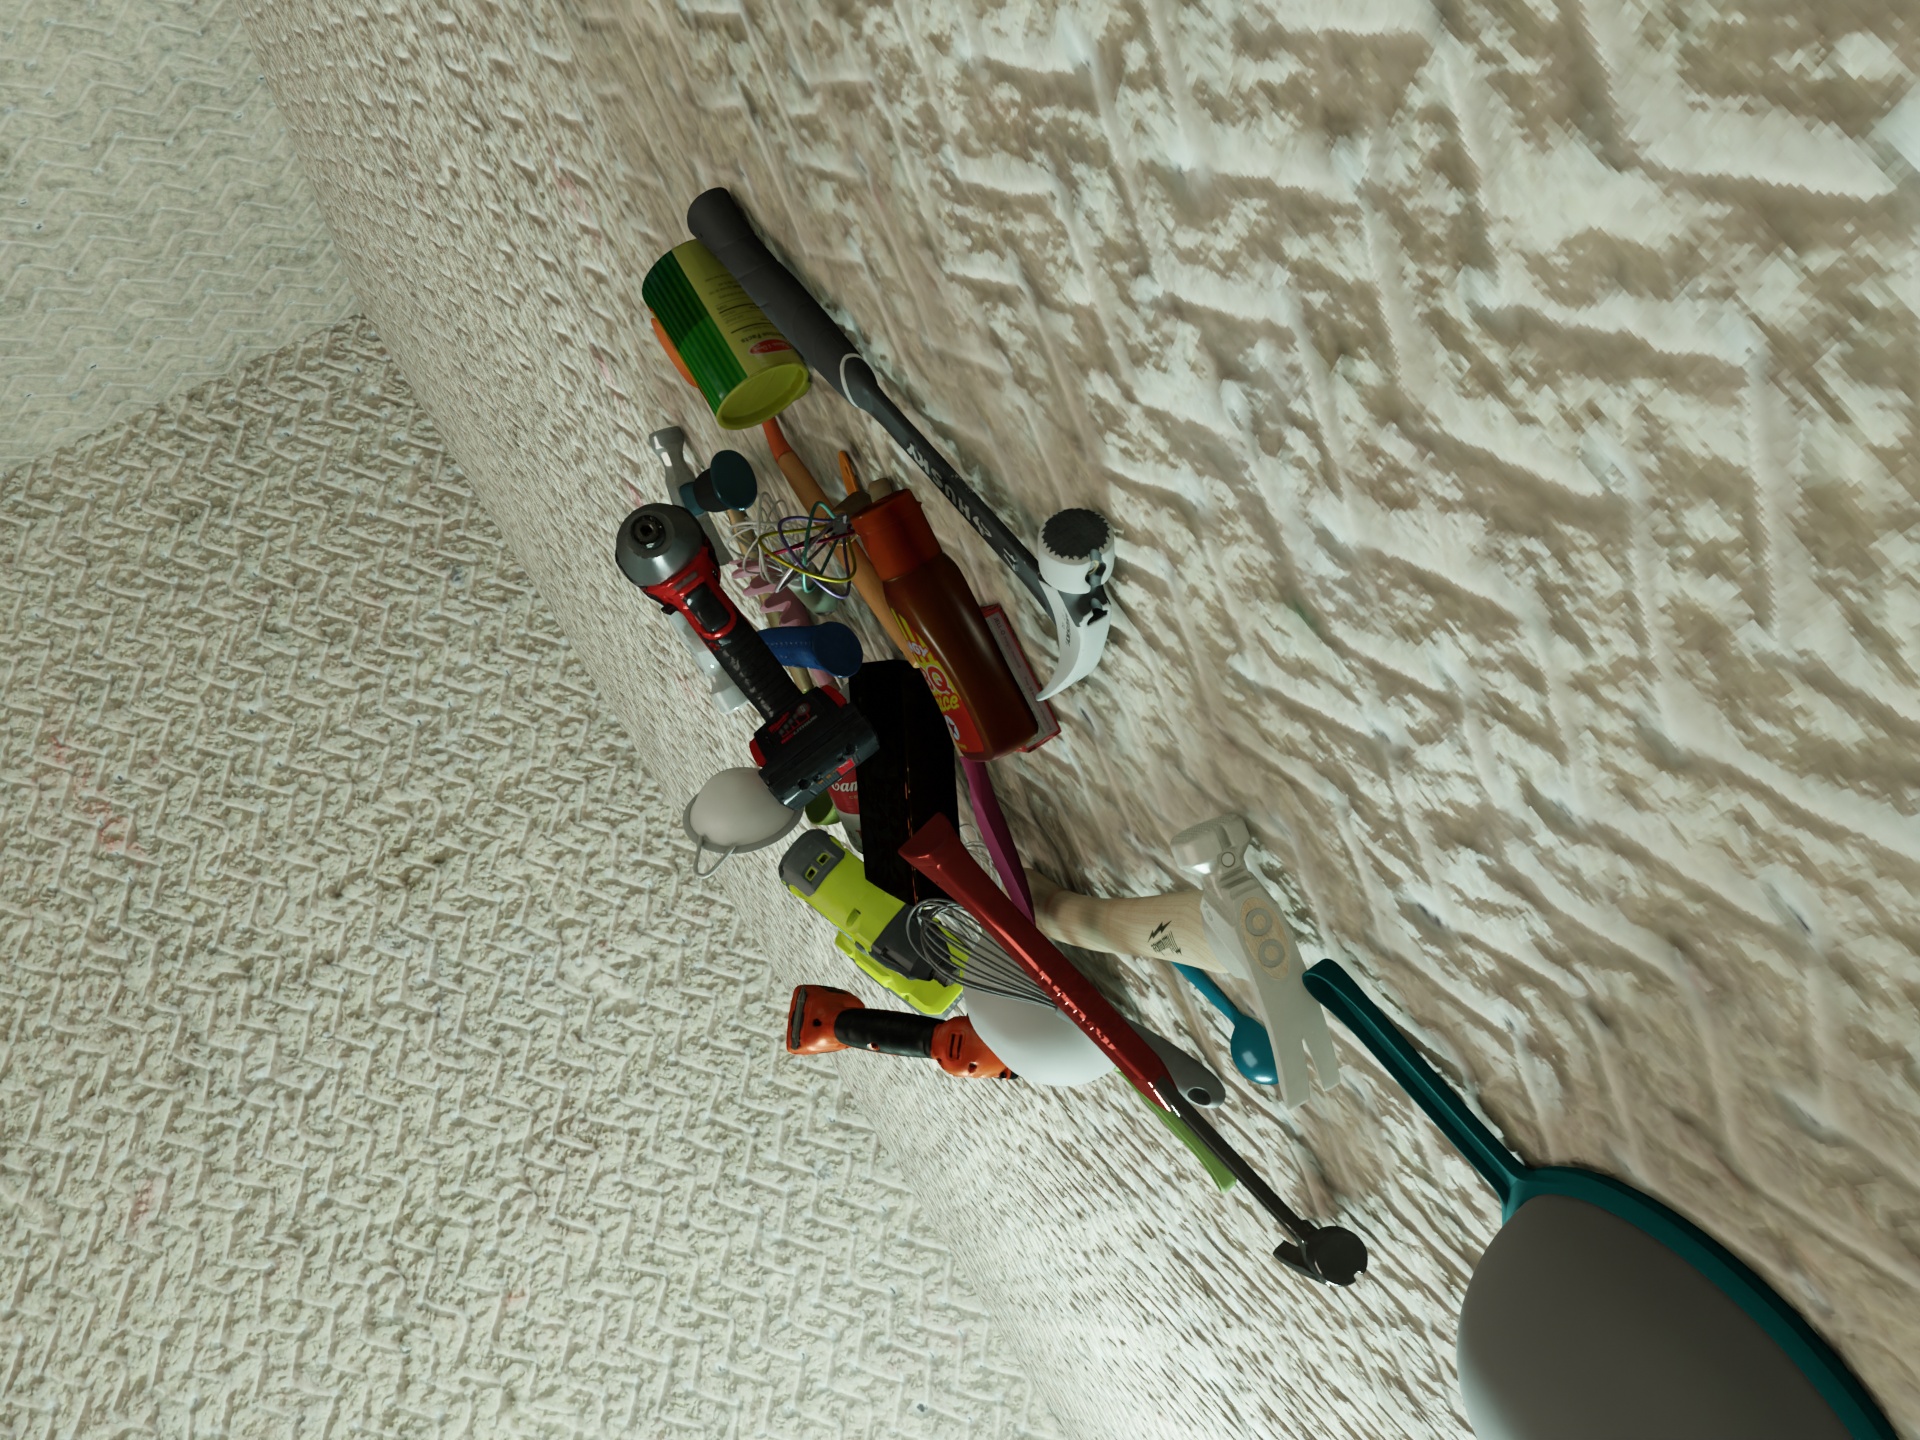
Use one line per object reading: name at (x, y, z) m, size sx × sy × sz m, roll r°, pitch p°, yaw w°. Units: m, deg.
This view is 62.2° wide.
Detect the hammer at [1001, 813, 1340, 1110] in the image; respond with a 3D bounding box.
hammer at (0.101, 0.133, 0.965) m, size 0.146 × 0.038 × 0.410 m, roll 68°, pitch 165°, yaw -1°

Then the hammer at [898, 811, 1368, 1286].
hammer at (0.098, 0.198, 0.971) m, size 0.359 × 0.037 × 0.149 m, roll 46°, pitch 170°, yaw 7°

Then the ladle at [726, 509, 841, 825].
ladle at (-0.158, -0.047, 1.416) m, size 0.078 × 0.062 × 0.320 m, roll 34°, pitch 148°, yaw 59°

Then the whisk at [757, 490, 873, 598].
whisk at (-0.075, -0.111, 0.920) m, size 0.245 × 0.047 × 0.051 m, roll -76°, pitch -18°, yaw -75°

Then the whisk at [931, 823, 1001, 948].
whisk at (0.023, 0.179, 1.281) m, size 0.070 × 0.070 × 0.284 m, roll 45°, pitch 164°, yaw 40°

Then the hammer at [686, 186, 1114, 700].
hammer at (-0.045, -0.174, 0.887) m, size 0.409 × 0.036 × 0.149 m, roll 51°, pitch 163°, yaw 29°

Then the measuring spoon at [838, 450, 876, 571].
measuring spoon at (-0.060, -0.128, 1.062) m, size 0.021 × 0.011 × 0.116 m, roll 39°, pitch 151°, yaw 57°

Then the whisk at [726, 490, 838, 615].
whisk at (-0.116, -0.107, 1.122) m, size 0.246 × 0.058 × 0.059 m, roll 58°, pitch -151°, yaw -81°

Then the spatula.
spatula at (-0.116, -0.158, 1.096) m, size 0.323 × 0.041 × 0.081 m, roll 56°, pitch 176°, yaw 21°

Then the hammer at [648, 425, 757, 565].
hammer at (-0.202, -0.182, 1.266) m, size 0.331 × 0.033 × 0.128 m, roll -161°, pitch 52°, yaw -73°

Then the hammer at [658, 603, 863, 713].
hammer at (-0.169, -0.065, 1.303) m, size 0.144 × 0.035 × 0.406 m, roll 60°, pitch 161°, yaw -14°

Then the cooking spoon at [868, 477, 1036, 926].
cooking spoon at (-0.002, -0.003, 1.025) m, size 0.069 × 0.017 × 0.318 m, roll -140°, pitch 30°, yaw -73°

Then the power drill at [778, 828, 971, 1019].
power drill at (-0.057, 0.185, 1.366) m, size 0.171 × 0.080 × 0.223 m, roll 37°, pitch 170°, yaw 19°

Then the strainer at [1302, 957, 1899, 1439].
strainer at (0.239, 0.254, 0.680) m, size 0.341 × 0.095 × 0.210 m, roll 50°, pitch 162°, yaw 26°

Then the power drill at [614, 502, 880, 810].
power drill at (-0.150, -0.050, 1.063) m, size 0.220 × 0.078 × 0.143 m, roll 52°, pitch 176°, yaw 4°

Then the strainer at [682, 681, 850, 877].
strainer at (-0.126, 0.025, 1.170) m, size 0.087 × 0.258 × 0.050 m, roll 12°, pitch 123°, yaw 21°

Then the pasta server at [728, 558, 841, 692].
pasta server at (-0.111, -0.007, 1.374) m, size 0.060 × 0.040 × 0.316 m, roll 29°, pitch 147°, yaw 62°

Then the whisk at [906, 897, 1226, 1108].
whisk at (0.068, 0.188, 1.048) m, size 0.239 × 0.055 × 0.055 m, roll 30°, pitch 156°, yaw 12°

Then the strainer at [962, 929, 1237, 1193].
strainer at (0.084, 0.252, 1.136) m, size 0.256 × 0.069 × 0.151 m, roll 46°, pitch 168°, yaw 17°

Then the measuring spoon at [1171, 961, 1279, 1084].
measuring spoon at (0.145, 0.170, 0.944) m, size 0.129 × 0.021 × 0.042 m, roll 46°, pitch 159°, yaw 40°
